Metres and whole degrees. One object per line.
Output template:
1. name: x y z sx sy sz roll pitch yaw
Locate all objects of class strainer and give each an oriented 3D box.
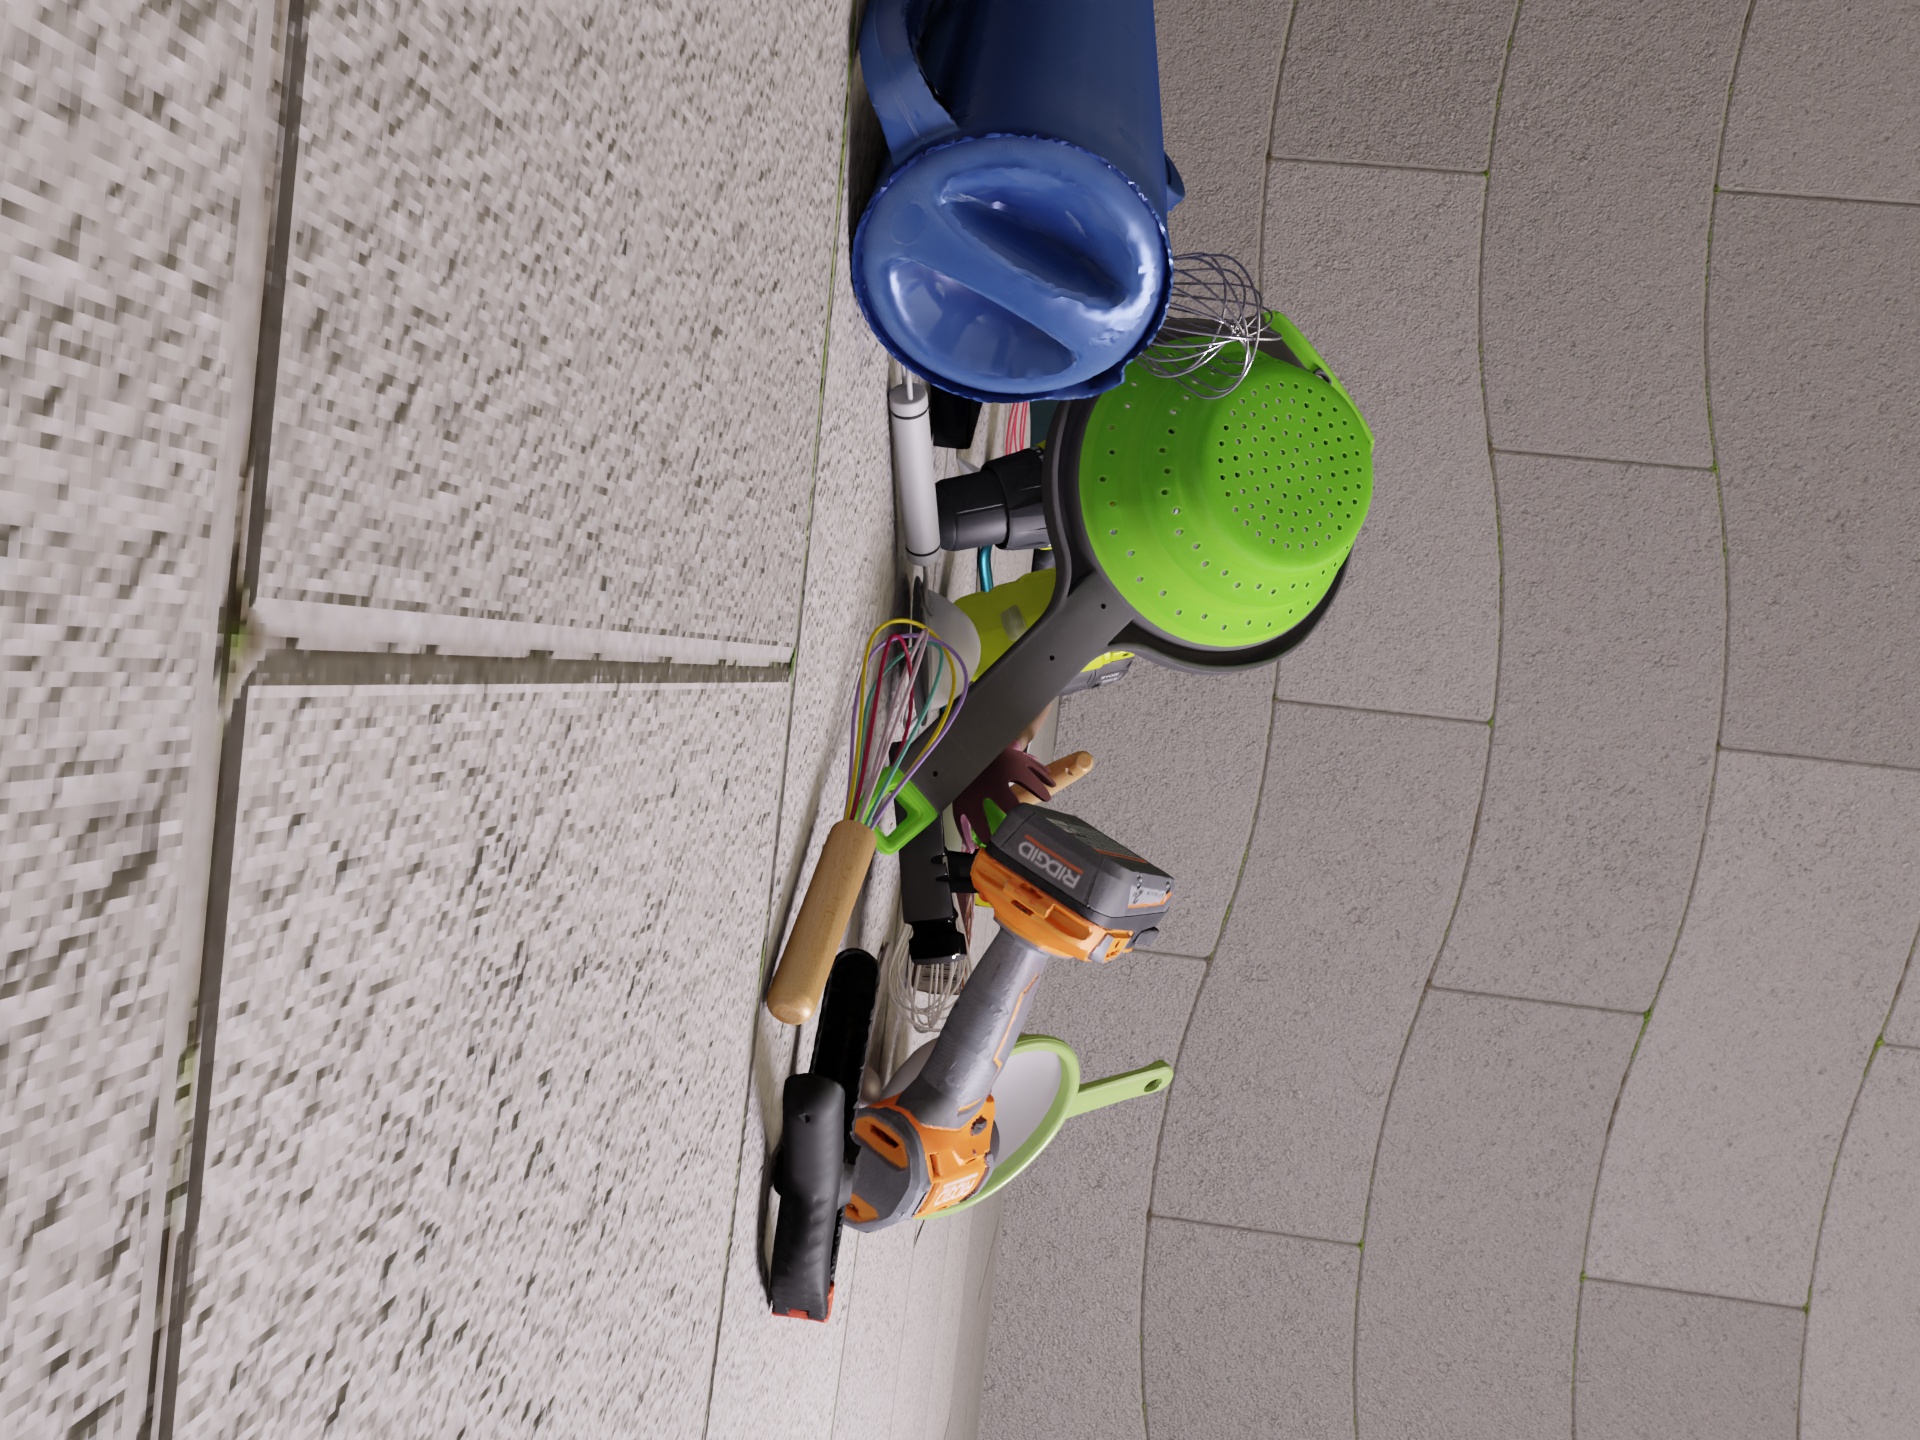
1. strainer: -0.017 -0.086 0.859 0.258 0.050 0.087 85 -3 -48
2. strainer: 0.037 0.240 1.052 0.256 0.069 0.151 -2 125 -42

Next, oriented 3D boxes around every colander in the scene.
1. colander: 0.099 -0.075 0.840 0.397 0.204 0.094 -45 -167 -18

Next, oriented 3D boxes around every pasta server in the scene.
1. pasta server: 0.038 0.019 1.000 0.040 0.060 0.316 54 13 -2

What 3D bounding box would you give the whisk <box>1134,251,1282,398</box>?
1. whisk: 0.074 -0.234 0.877 0.285 0.070 0.070 37 -50 53

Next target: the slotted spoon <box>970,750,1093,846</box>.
1. slotted spoon: 0.037 0.052 1.091 0.031 0.070 0.313 -44 -178 -17

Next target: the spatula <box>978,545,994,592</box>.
1. spatula: 0.031 -0.063 1.306 0.082 0.044 0.317 -74 170 -68

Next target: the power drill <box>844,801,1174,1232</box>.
1. power drill: 0.022 0.163 0.857 0.226 0.084 0.164 -60 157 4

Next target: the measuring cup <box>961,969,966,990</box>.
1. measuring cup: -0.023 0.254 1.105 0.095 0.052 0.173 -52 146 -78

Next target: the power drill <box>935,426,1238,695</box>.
1. power drill: 0.056 -0.097 0.997 0.228 0.190 0.080 107 -33 -61

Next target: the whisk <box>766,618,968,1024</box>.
1. whisk: -0.047 0.036 0.731 0.047 0.051 0.245 61 32 -34

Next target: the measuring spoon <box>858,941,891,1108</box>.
1. measuring spoon: -0.048 0.182 0.940 0.124 0.018 0.034 -79 172 -45

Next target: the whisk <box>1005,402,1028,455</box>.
1. whisk: 0.066 -0.305 1.343 0.073 0.073 0.295 -76 164 -51

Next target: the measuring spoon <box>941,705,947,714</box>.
1. measuring spoon: -0.002 -0.004 1.155 0.128 0.021 0.042 90 8 -54

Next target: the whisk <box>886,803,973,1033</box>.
1. whisk: -0.012 0.100 1.063 0.057 0.059 0.247 118 -17 -46

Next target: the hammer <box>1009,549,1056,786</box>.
1. hammer: 0.067 -0.116 1.269 0.146 0.035 0.334 -71 172 -62

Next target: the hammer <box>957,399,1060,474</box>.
1. hammer: 0.062 -0.256 1.147 0.331 0.128 0.033 -91 162 -45

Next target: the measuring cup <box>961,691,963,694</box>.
1. measuring cup: 0.002 0.039 1.256 0.062 0.029 0.156 -77 180 -69

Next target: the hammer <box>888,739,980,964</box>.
1. hammer: 0.020 0.092 1.038 0.336 0.034 0.127 27 56 -74
